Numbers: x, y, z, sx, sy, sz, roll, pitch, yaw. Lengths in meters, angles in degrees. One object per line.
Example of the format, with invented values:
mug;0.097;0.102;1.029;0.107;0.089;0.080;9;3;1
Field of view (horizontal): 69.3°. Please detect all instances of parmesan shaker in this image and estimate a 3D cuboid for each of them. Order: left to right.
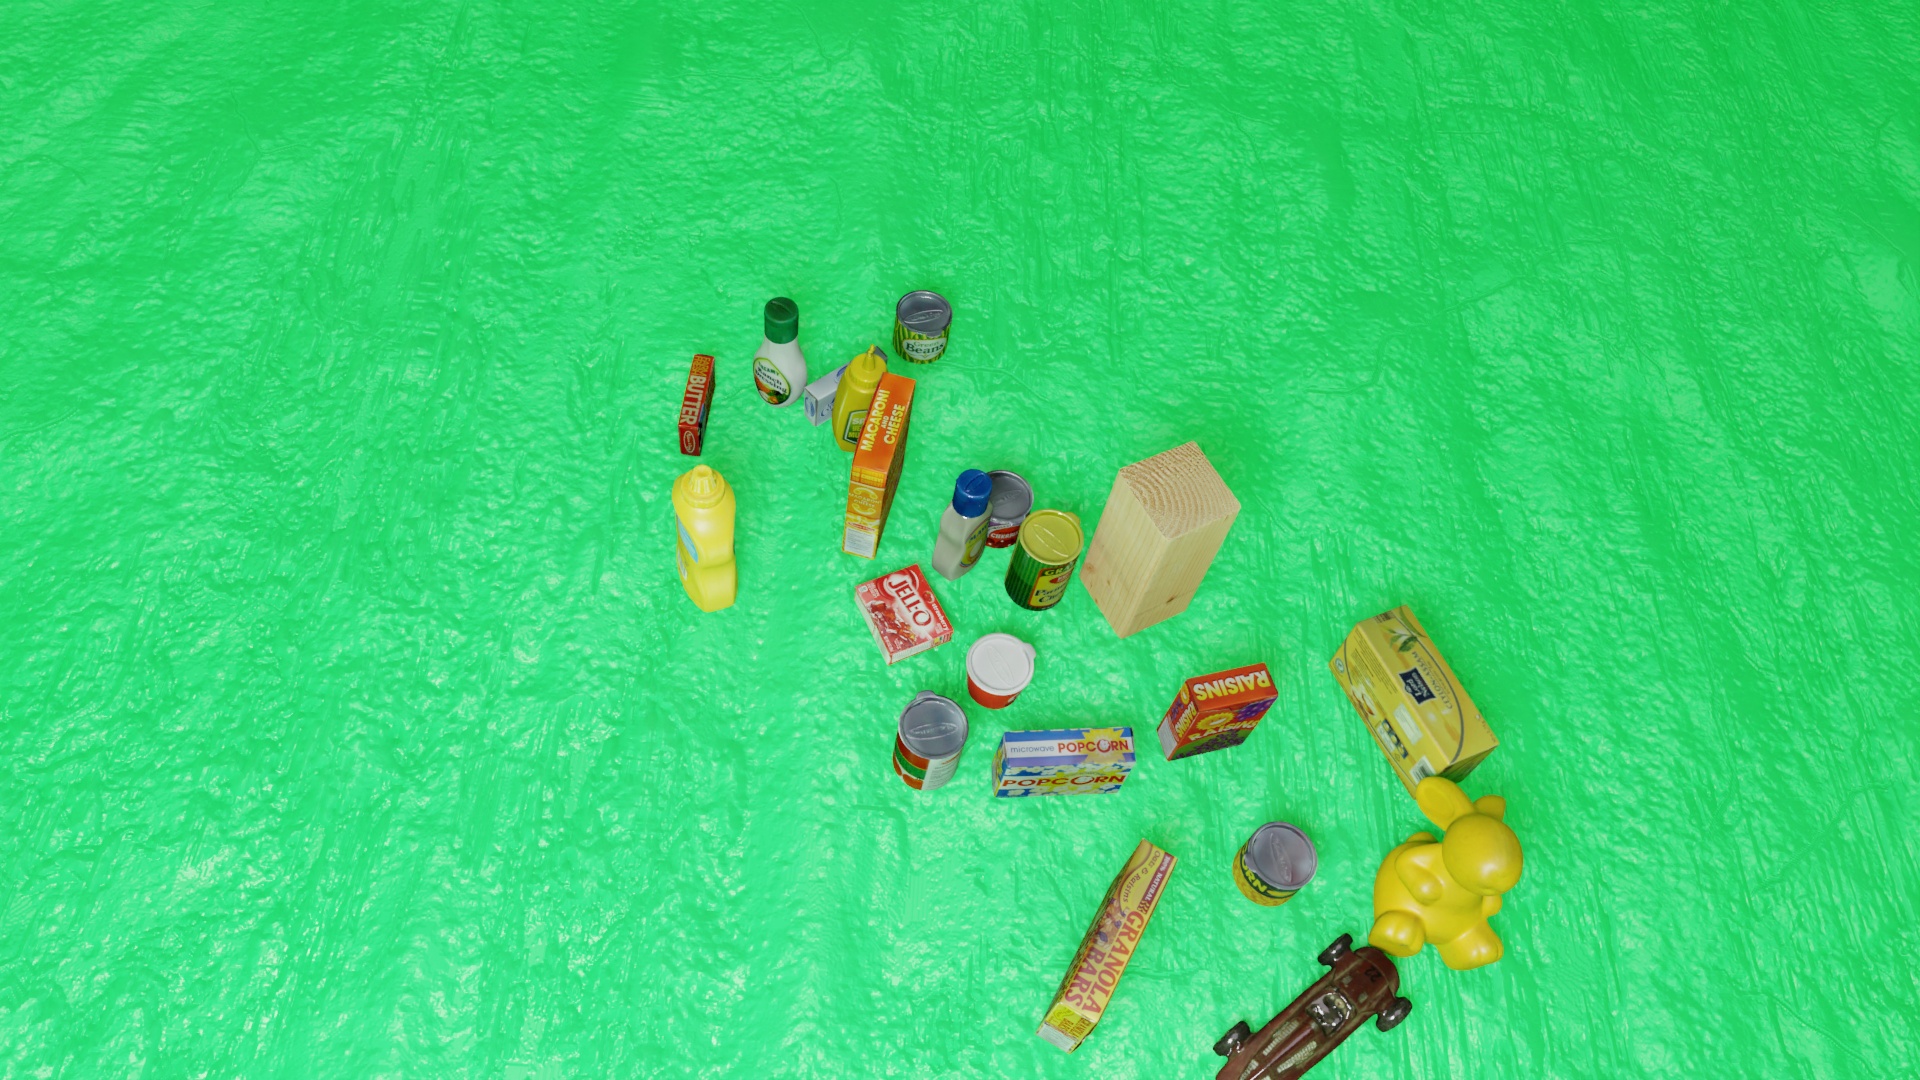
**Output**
parmesan shaker;0.088;0.021;1.443;0.071;0.102;0.071;4;58;-6

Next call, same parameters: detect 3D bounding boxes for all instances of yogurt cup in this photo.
yogurt cup;0.037;0.134;1.394;0.072;0.053;0.073;4;58;-6

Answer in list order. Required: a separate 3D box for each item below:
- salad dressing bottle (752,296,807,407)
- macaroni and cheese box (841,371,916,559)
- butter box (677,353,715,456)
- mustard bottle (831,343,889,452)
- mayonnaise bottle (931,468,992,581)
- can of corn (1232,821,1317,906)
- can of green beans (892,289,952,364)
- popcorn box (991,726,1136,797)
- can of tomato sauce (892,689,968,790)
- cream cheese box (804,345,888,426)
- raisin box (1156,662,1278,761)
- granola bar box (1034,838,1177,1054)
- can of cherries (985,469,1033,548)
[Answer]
salad dressing bottle;-0.197;-0.205;1.516;0.064;0.147;0.044;34;60;13
macaroni and cheese box;-0.086;-0.075;1.440;0.040;0.165;0.124;14;58;1
butter box;-0.289;-0.149;1.523;0.024;0.052;0.104;7;58;-4
mustard bottle;-0.103;-0.155;1.491;0.065;0.159;0.049;-6;60;-12
mayonnaise bottle;0.005;-0.018;1.428;0.041;0.147;0.065;38;61;15
can of corn;0.295;0.309;1.320;0.071;0.058;0.071;4;58;-6
can of green beans;-0.045;-0.248;1.618;0.071;0.057;0.071;4;58;-6
popcorn box;0.097;0.214;1.334;0.127;0.084;0.038;-1;59;-9
can of tomato sauce;-0.031;0.193;1.330;0.071;0.082;0.071;4;58;-6
cream cheese box;-0.129;-0.173;1.561;0.104;0.053;0.024;-34;69;-25
raisin box;0.250;0.169;1.361;0.086;0.122;0.040;-9;60;-14
granola bar box;0.129;0.359;1.225;0.039;0.123;0.166;28;59;10
can of cherries;0.043;-0.031;1.495;0.071;0.058;0.072;4;58;-6
